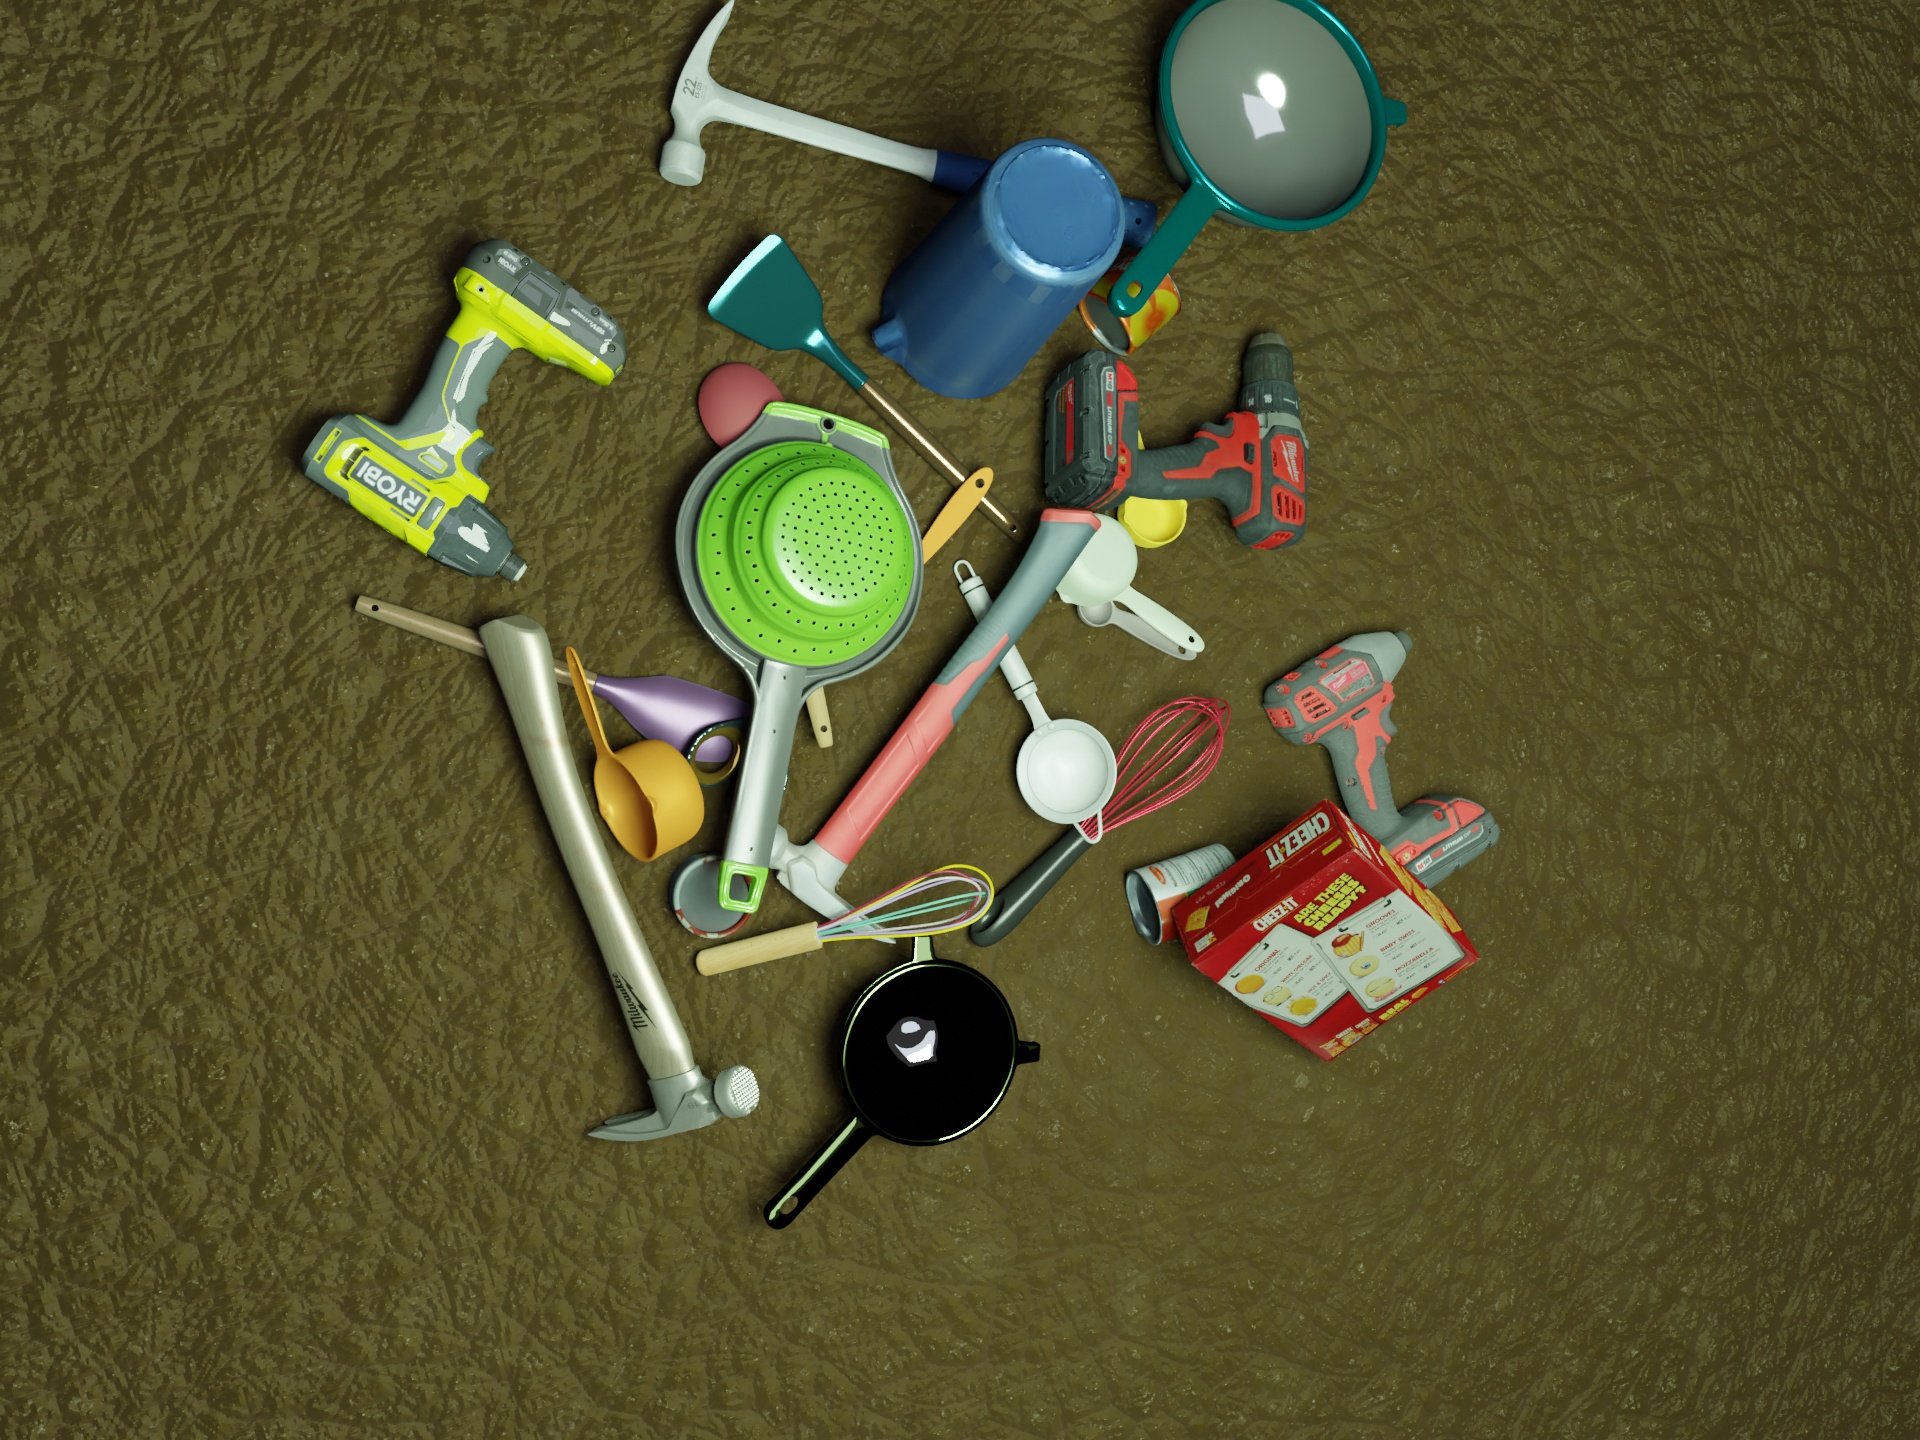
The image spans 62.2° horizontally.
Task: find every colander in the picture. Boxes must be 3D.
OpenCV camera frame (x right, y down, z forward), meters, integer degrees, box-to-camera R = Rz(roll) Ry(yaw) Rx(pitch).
[{"bbox_3d":[-0.122,-0.051,1.200,0.204,0.094,0.397,13,82,-22],"label":"colander"}]

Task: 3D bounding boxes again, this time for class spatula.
[{"bbox_3d":[-0.309,-0.035,1.233,0.315,0.018,0.060,20,84,-16],"label":"spatula"},{"bbox_3d":[-0.061,-0.252,1.285,0.317,0.044,0.082,42,96,-15],"label":"spatula"}]

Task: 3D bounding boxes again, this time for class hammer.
[{"bbox_3d":[-0.031,-0.459,1.291,0.405,0.035,0.144,11,89,-16],"label":"hammer"},{"bbox_3d":[-0.002,-0.004,1.282,0.143,0.038,0.386,37,91,-15],"label":"hammer"},{"bbox_3d":[-0.285,0.121,1.207,0.146,0.038,0.410,-19,93,26],"label":"hammer"}]

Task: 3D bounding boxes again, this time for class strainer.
[{"bbox_3d":[0.059,-0.019,1.317,0.087,0.050,0.258,-28,88,20],"label":"strainer"},{"bbox_3d":[-0.069,0.301,1.285,0.256,0.069,0.151,-46,105,-9],"label":"strainer"},{"bbox_3d":[0.207,-0.448,1.318,0.211,0.095,0.340,40,74,-12],"label":"strainer"}]

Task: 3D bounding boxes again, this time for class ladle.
[{"bbox_3d":[-0.144,-0.132,1.263,0.069,0.031,0.315,-14,93,-18],"label":"ladle"}]

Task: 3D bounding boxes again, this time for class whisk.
[{"bbox_3d":[0.117,0.083,1.338,0.296,0.073,0.073,-44,102,-5],"label":"whisk"},{"bbox_3d":[-0.092,0.161,1.258,0.245,0.051,0.047,-15,90,6],"label":"whisk"}]

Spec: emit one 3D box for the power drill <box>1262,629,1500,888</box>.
[{"bbox_3d":[0.374,0.032,1.403,0.143,0.078,0.219,-31,96,-13],"label":"power drill"}]

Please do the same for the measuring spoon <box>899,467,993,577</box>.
[{"bbox_3d":[-0.011,-0.160,1.304,0.021,0.011,0.117,37,95,-19],"label":"measuring spoon"}]

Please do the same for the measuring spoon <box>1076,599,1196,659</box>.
[{"bbox_3d":[0.150,-0.078,1.367,0.124,0.018,0.034,24,69,-22],"label":"measuring spoon"}]

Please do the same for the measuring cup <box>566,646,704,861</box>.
[{"bbox_3d":[-0.250,0.019,1.215,0.052,0.095,0.173,-23,97,-36],"label":"measuring cup"}]

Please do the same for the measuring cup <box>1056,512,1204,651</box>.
[{"bbox_3d":[0.148,-0.111,1.339,0.167,0.038,0.083,35,66,-12],"label":"measuring cup"}]

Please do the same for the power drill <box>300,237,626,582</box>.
[{"bbox_3d":[-0.354,-0.227,1.187,0.171,0.080,0.223,34,86,-13],"label":"power drill"}]

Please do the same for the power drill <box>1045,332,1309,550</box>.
[{"bbox_3d":[0.189,-0.247,1.324,0.226,0.080,0.188,6,76,-21],"label":"power drill"}]

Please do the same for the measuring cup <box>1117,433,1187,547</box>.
[{"bbox_3d":[0.145,-0.221,1.359,0.062,0.029,0.156,-17,84,-20],"label":"measuring cup"}]
